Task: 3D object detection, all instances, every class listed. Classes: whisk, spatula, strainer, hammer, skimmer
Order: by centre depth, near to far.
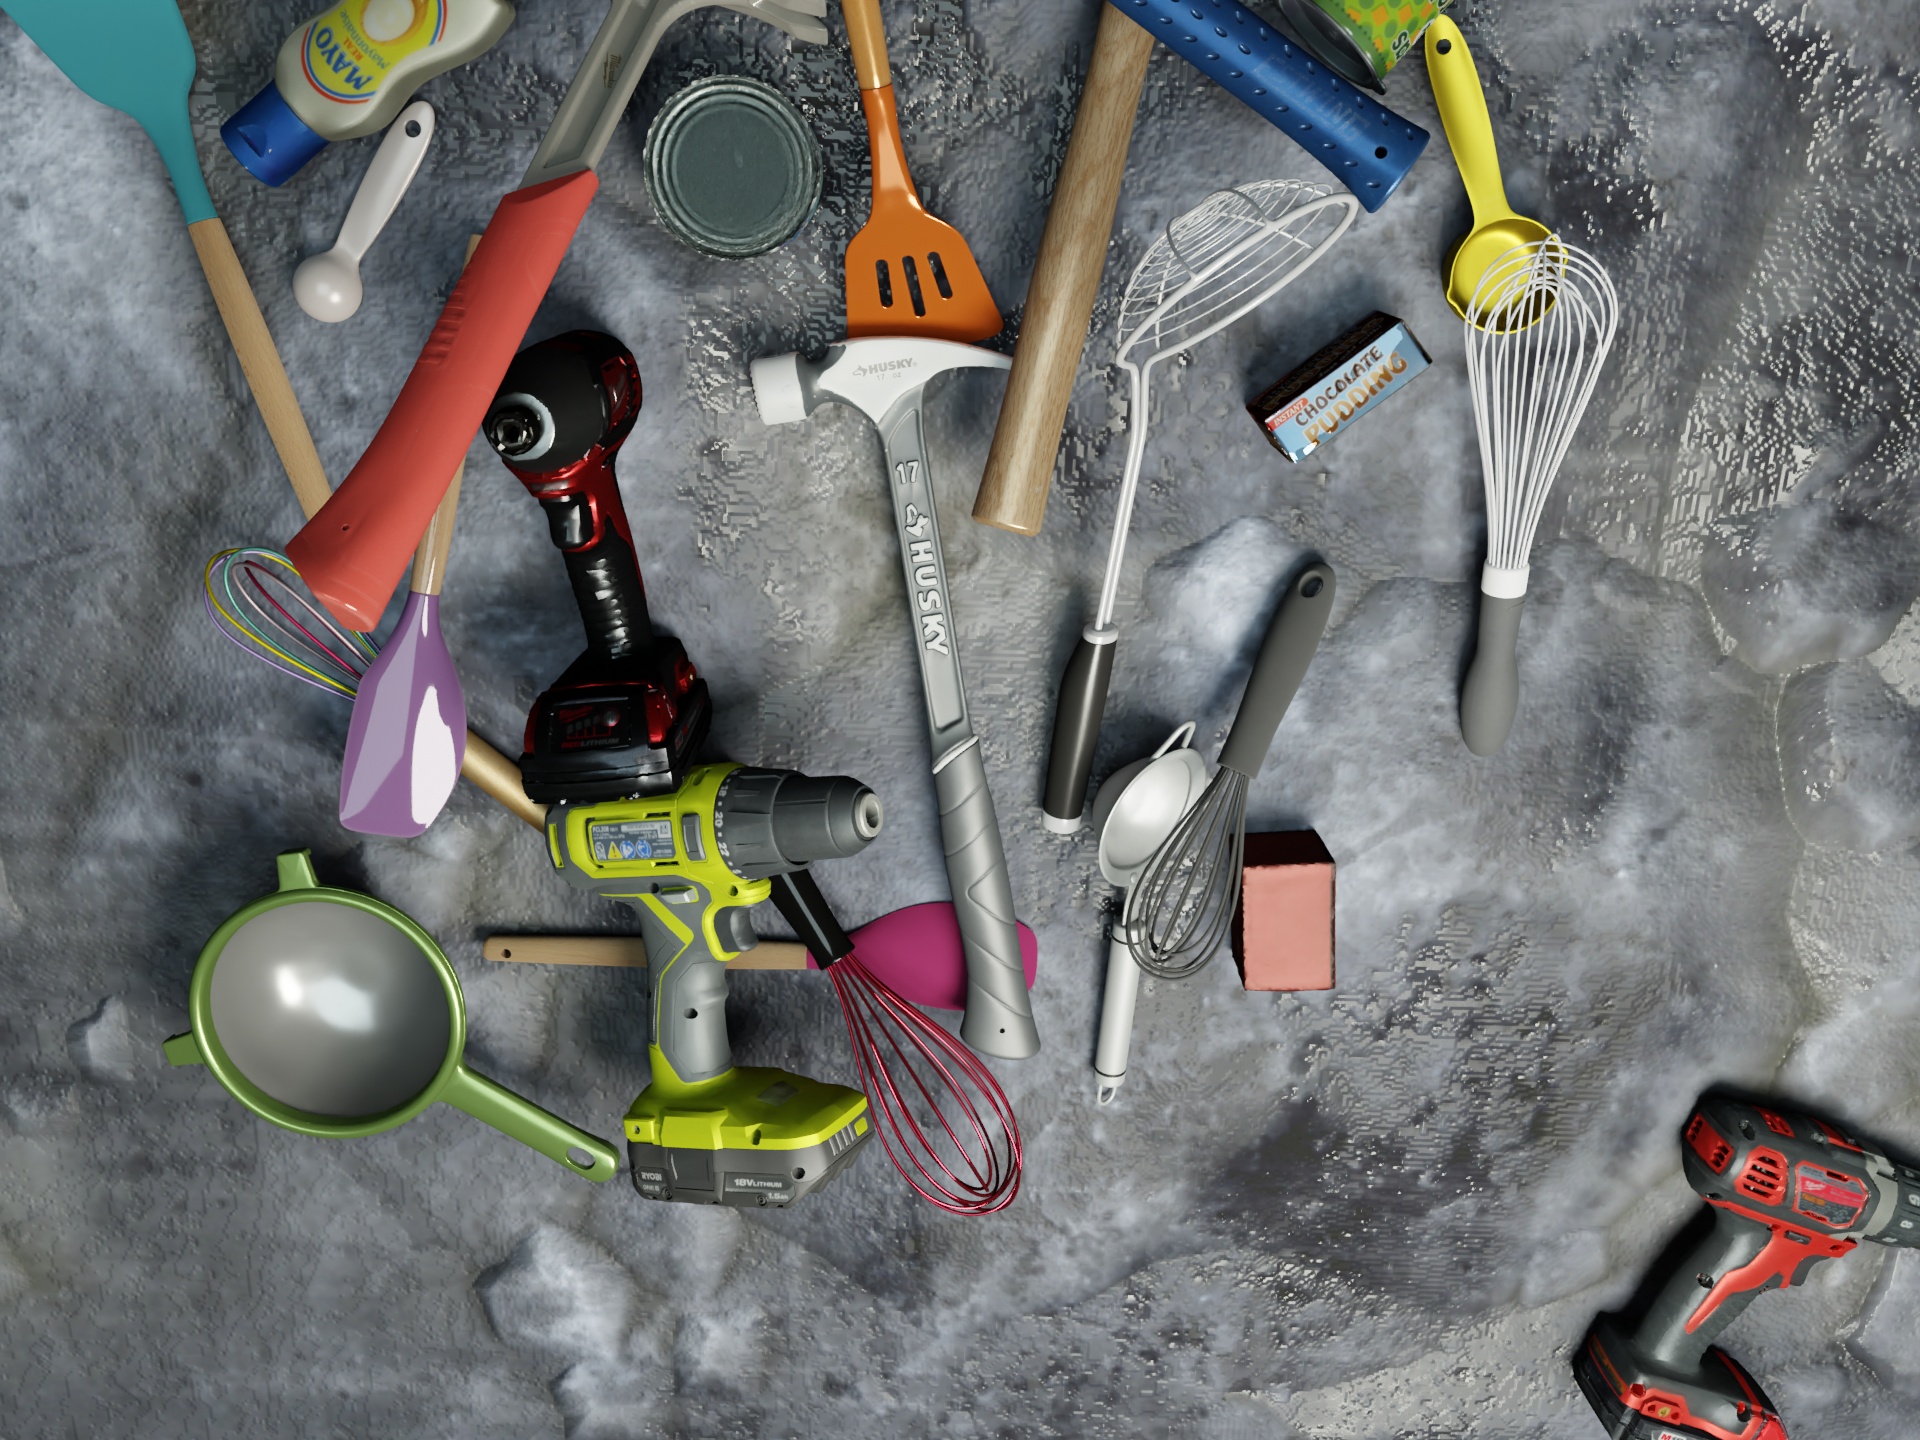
[{"bbox_3d":[-0.185,-0.200,0.696,0.149,0.036,0.359,18,71,5],"label":"hammer"},{"bbox_3d":[0.041,-0.371,0.716,0.405,0.035,0.144,34,98,-5],"label":"hammer"},{"bbox_3d":[-0.043,-0.316,0.722,0.081,0.041,0.322,-7,122,7],"label":"spatula"},{"bbox_3d":[0.058,-0.254,0.767,0.130,0.031,0.331,14,98,-1],"label":"hammer"},{"bbox_3d":[-0.373,-0.222,0.793,0.082,0.044,0.317,-17,108,1],"label":"spatula"},{"bbox_3d":[0.105,-0.089,0.795,0.090,0.127,0.363,25,121,28],"label":"skimmer"},{"bbox_3d":[0.281,-0.102,0.809,0.070,0.070,0.284,-3,120,1],"label":"whisk"},{"bbox_3d":[-0.271,-0.091,0.825,0.059,0.018,0.316,8,99,-21],"label":"spatula"},{"bbox_3d":[0.150,0.026,0.847,0.055,0.055,0.239,23,88,-7],"label":"whisk"},{"bbox_3d":[-0.001,-0.003,0.859,0.149,0.036,0.408,-10,106,-1],"label":"hammer"},{"bbox_3d":[-0.299,-0.011,0.864,0.244,0.047,0.051,41,102,-16],"label":"whisk"},{"bbox_3d":[-0.057,0.148,0.886,0.073,0.073,0.296,-33,90,10],"label":"whisk"},{"bbox_3d":[0.094,0.111,0.901,0.087,0.050,0.258,-16,121,-41],"label":"strainer"},{"bbox_3d":[-0.303,0.182,0.907,0.256,0.069,0.151,33,102,-10],"label":"strainer"}]

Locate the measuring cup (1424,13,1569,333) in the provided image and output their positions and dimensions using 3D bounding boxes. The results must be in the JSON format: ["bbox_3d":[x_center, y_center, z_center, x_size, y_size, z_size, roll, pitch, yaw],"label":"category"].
[{"bbox_3d":[0.254,-0.269,0.788,0.062,0.029,0.156,-19,104,6],"label":"measuring cup"}]

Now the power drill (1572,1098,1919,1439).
[{"bbox_3d":[0.496,0.349,0.960,0.188,0.080,0.226,19,104,-6],"label":"power drill"}]

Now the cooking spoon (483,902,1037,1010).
[{"bbox_3d":[-0.114,0.136,0.919,0.319,0.017,0.068,2,107,-2],"label":"cooking spoon"}]

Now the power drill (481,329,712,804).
[{"bbox_3d":[-0.186,-0.076,0.789,0.078,0.143,0.219,-5,110,4],"label":"power drill"}]

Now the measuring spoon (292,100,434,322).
[{"bbox_3d":[-0.298,-0.255,0.795,0.034,0.018,0.124,33,104,-10],"label":"measuring spoon"}]

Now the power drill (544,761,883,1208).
[{"bbox_3d":[-0.117,0.133,0.843,0.190,0.080,0.228,-5,97,27],"label":"power drill"}]
